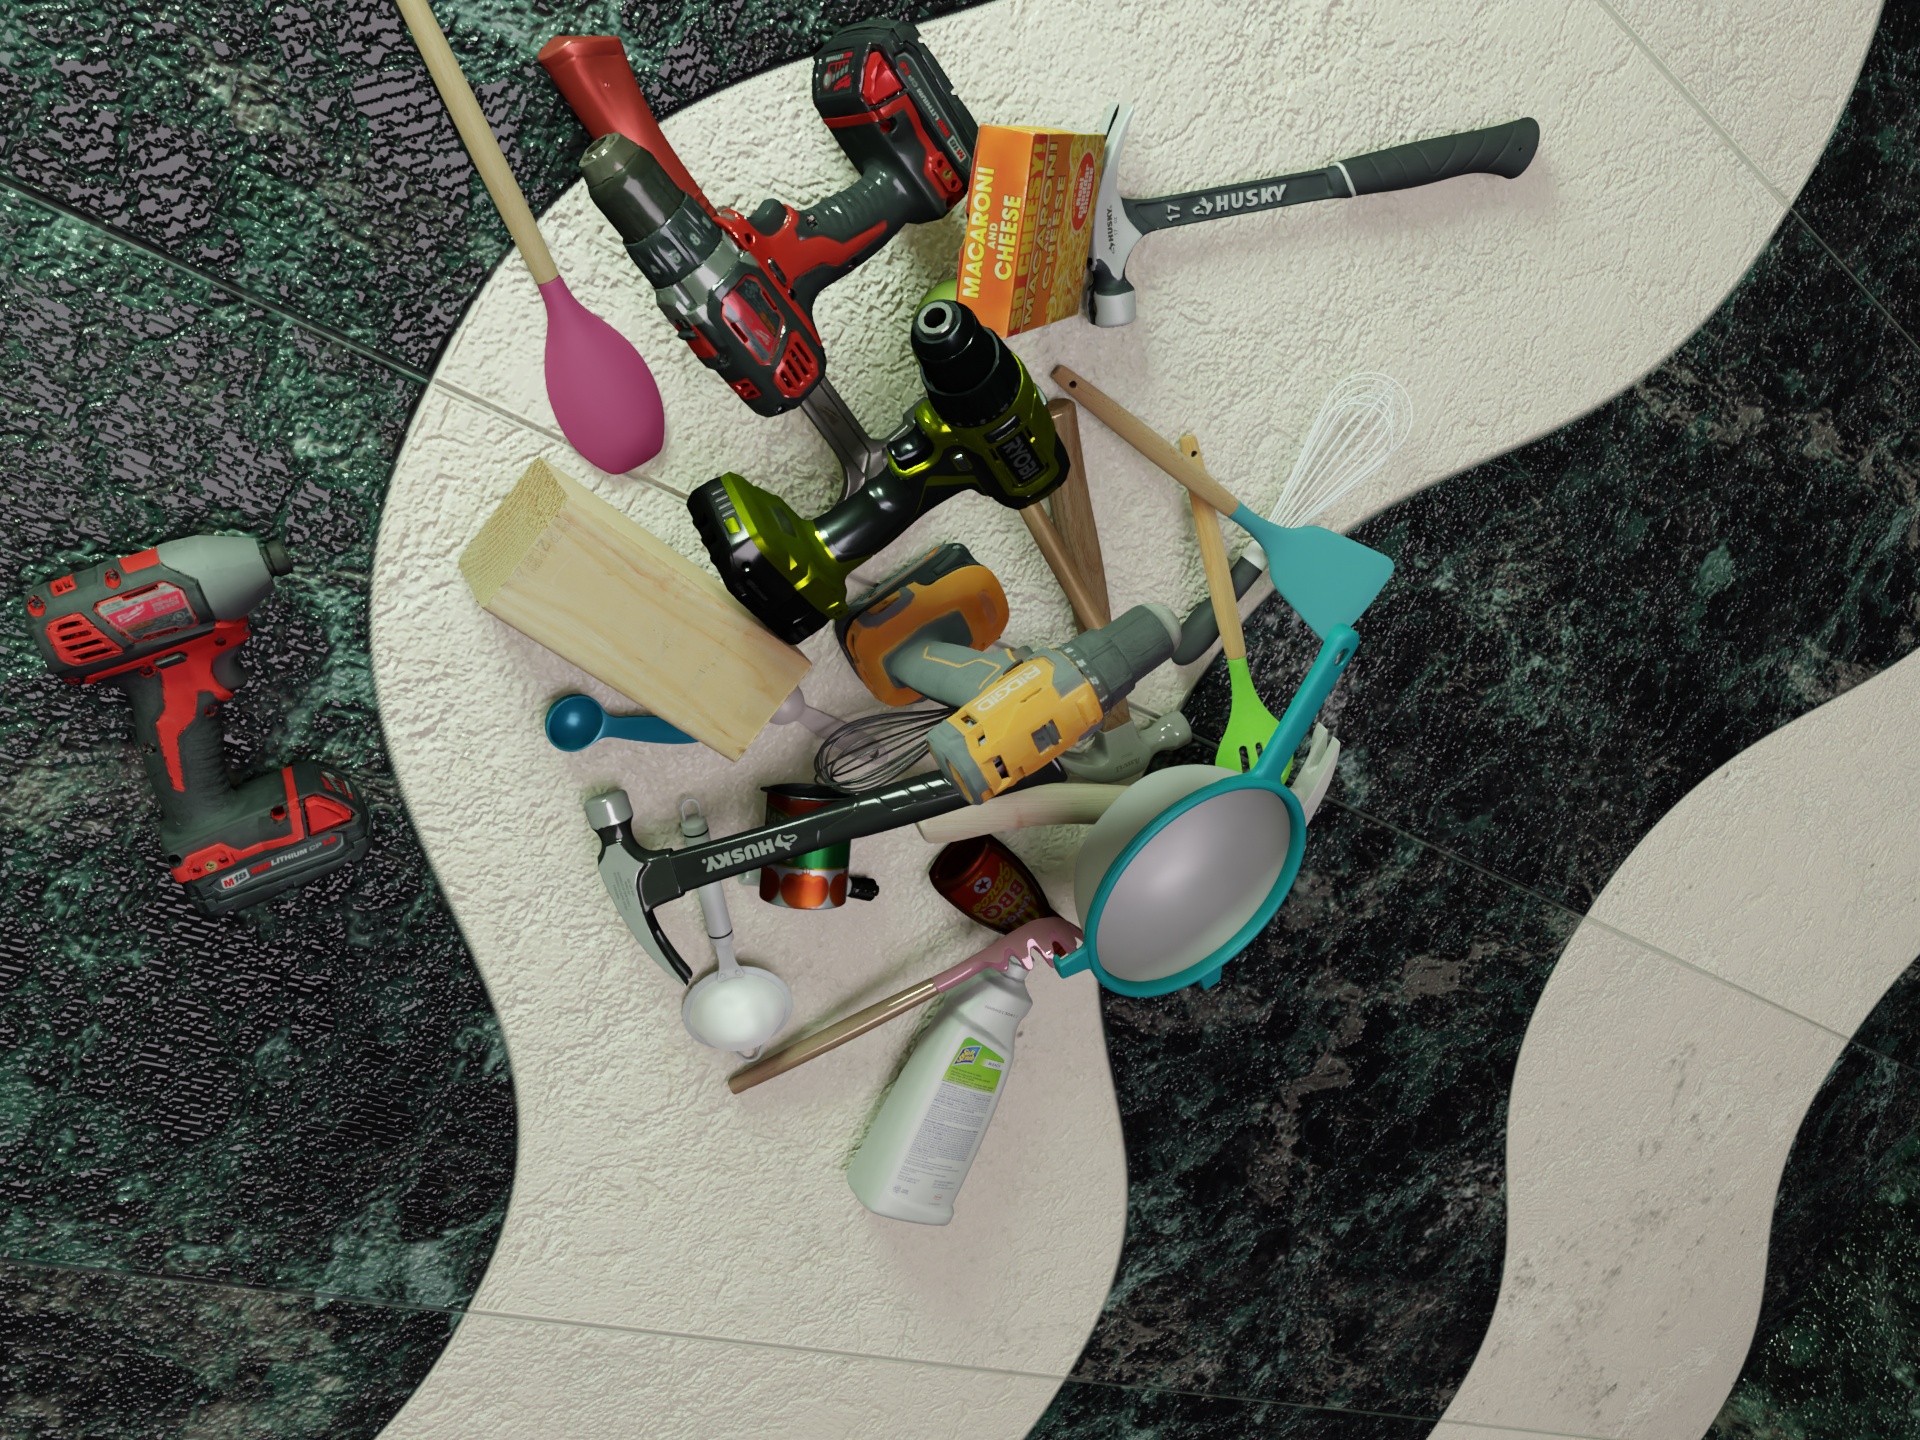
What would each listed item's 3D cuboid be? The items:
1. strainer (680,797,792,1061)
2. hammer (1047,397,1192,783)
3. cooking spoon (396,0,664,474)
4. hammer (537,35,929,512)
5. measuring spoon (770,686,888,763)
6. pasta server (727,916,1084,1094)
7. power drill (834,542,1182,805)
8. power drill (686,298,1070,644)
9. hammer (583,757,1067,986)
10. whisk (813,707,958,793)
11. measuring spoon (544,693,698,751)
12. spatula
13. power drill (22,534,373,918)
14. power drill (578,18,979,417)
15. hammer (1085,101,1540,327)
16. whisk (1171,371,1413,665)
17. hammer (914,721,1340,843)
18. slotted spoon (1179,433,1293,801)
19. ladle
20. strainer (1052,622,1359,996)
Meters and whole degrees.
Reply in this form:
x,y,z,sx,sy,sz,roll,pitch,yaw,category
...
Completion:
x,y,z,sx,sy,sz,roll,pitch,yaw,category
-0.183,0.172,1.215,0.087,0.050,0.258,-12,116,-7,strainer
0.099,-0.092,1.244,0.130,0.031,0.331,-25,123,-17,hammer
-0.260,-0.289,0.956,0.069,0.017,0.318,-31,125,-13,cooking spoon
-0.149,-0.269,1.017,0.149,0.037,0.358,-42,127,-5,hammer
-0.097,0.008,1.192,0.124,0.018,0.034,30,97,-37,measuring spoon
-0.041,0.234,1.292,0.316,0.040,0.060,-26,160,-2,pasta server
0.030,-0.049,1.105,0.185,0.226,0.084,-34,125,-10,power drill
-0.052,-0.157,1.003,0.228,0.080,0.190,-32,154,7,power drill
-0.087,0.079,1.130,0.335,0.035,0.146,-17,97,0,hammer
-0.002,-0.003,1.199,0.239,0.055,0.055,-23,123,-15,whisk
-0.234,0.002,1.119,0.128,0.021,0.042,5,110,-40,measuring spoon
0.195,-0.175,1.215,0.317,0.044,0.082,32,104,-24,spatula
-0.445,-0.004,0.962,0.143,0.079,0.219,-24,120,-18,power drill
-0.104,-0.321,0.956,0.227,0.080,0.187,-52,127,-15,power drill
0.268,-0.405,1.183,0.409,0.036,0.149,-18,120,-21,hammer
0.261,-0.160,1.289,0.070,0.070,0.284,31,102,-36,whisk
0.140,0.063,1.308,0.410,0.038,0.146,3,122,-34,hammer
0.214,-0.075,1.275,0.070,0.031,0.313,-17,105,-10,slotted spoon
0.054,-0.170,1.141,0.062,0.078,0.319,-21,122,18,ladle
0.194,0.057,1.249,0.210,0.095,0.340,12,113,-41,strainer
